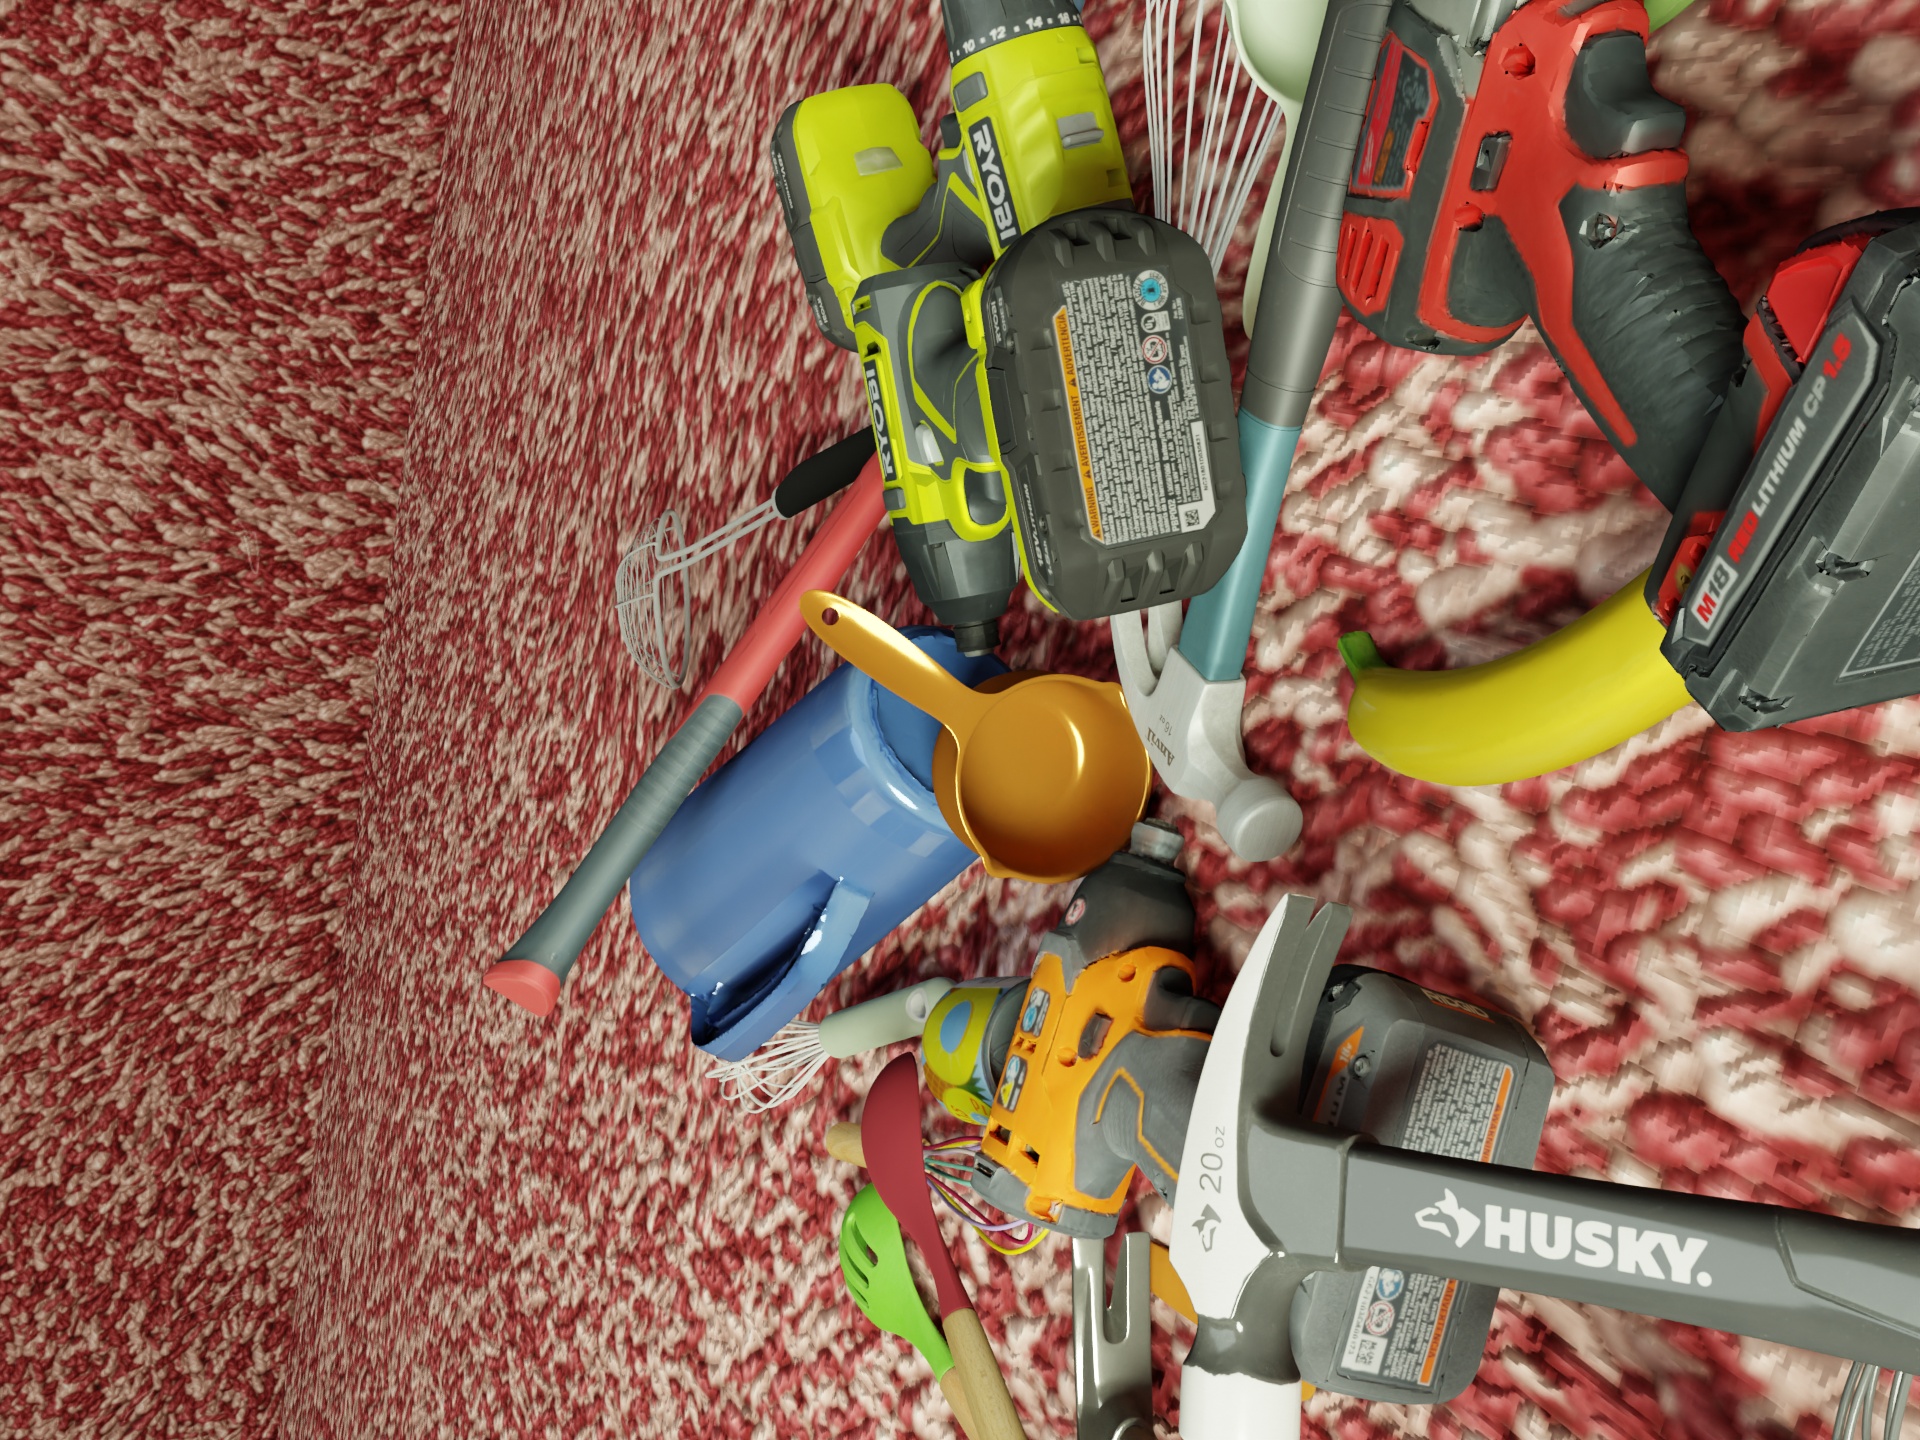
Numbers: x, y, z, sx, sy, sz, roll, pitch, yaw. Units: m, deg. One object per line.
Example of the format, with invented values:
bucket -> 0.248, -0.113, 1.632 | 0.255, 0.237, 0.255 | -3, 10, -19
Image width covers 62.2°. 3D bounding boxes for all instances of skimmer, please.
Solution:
skimmer -> -0.124, -0.117, 1.037 | 0.363, 0.090, 0.127 | -20, 66, 47

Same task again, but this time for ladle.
ladle -> 0.009, 0.261, 0.631 | 0.316, 0.031, 0.069 | -117, 29, -47

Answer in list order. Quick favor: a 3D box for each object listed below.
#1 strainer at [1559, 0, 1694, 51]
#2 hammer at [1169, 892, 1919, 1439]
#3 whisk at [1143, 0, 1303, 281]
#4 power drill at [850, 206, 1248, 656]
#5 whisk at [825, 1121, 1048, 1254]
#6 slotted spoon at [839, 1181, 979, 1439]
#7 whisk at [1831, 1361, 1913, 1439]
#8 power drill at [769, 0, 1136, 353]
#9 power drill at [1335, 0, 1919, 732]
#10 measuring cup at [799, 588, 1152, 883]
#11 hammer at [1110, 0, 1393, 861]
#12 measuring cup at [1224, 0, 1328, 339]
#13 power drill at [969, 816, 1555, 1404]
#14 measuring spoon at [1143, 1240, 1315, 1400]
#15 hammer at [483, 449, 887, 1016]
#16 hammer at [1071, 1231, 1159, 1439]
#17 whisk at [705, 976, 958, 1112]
strainer -> 0.193, -0.233, 0.474 | 0.256, 0.069, 0.152 | 108, 151, -56
hammer -> 0.190, 0.113, 0.333 | 0.335, 0.035, 0.146 | -4, 76, 43
whisk -> 0.092, -0.183, 0.642 | 0.070, 0.070, 0.284 | 36, 122, 57
power drill -> 0.022, -0.106, 0.634 | 0.223, 0.080, 0.171 | -165, 63, -70
whisk -> -0.015, 0.220, 0.776 | 0.245, 0.051, 0.047 | -17, 77, 62
slotted spoon -> 0.009, 0.319, 0.733 | 0.314, 0.031, 0.070 | 37, 123, 55
whisk -> 0.236, 0.087, 0.349 | 0.055, 0.055, 0.239 | 8, 88, 61
power drill -> -0.008, -0.273, 0.757 | 0.228, 0.080, 0.190 | 5, 114, 62
power drill -> 0.168, -0.131, 0.364 | 0.187, 0.080, 0.227 | 94, 160, -46
measuring cup -> -0.001, -0.002, 0.664 | 0.095, 0.173, 0.052 | -56, 17, -5
hammer -> 0.113, -0.120, 0.557 | 0.128, 0.033, 0.330 | -125, 37, -52
measuring cup -> 0.126, -0.223, 0.587 | 0.038, 0.083, 0.167 | -93, 8, -50
power drill -> 0.091, 0.121, 0.557 | 0.226, 0.084, 0.164 | 4, 75, 64
measuring spoon -> 0.094, 0.226, 0.609 | 0.117, 0.011, 0.021 | 15, 98, 61
hammer -> -0.114, -0.022, 0.805 | 0.386, 0.038, 0.143 | -55, 18, -1
hammer -> 0.090, 0.260, 0.441 | 0.410, 0.038, 0.146 | 150, 119, -80
whisk -> -0.071, 0.176, 0.880 | 0.246, 0.059, 0.058 | -29, 68, 50
